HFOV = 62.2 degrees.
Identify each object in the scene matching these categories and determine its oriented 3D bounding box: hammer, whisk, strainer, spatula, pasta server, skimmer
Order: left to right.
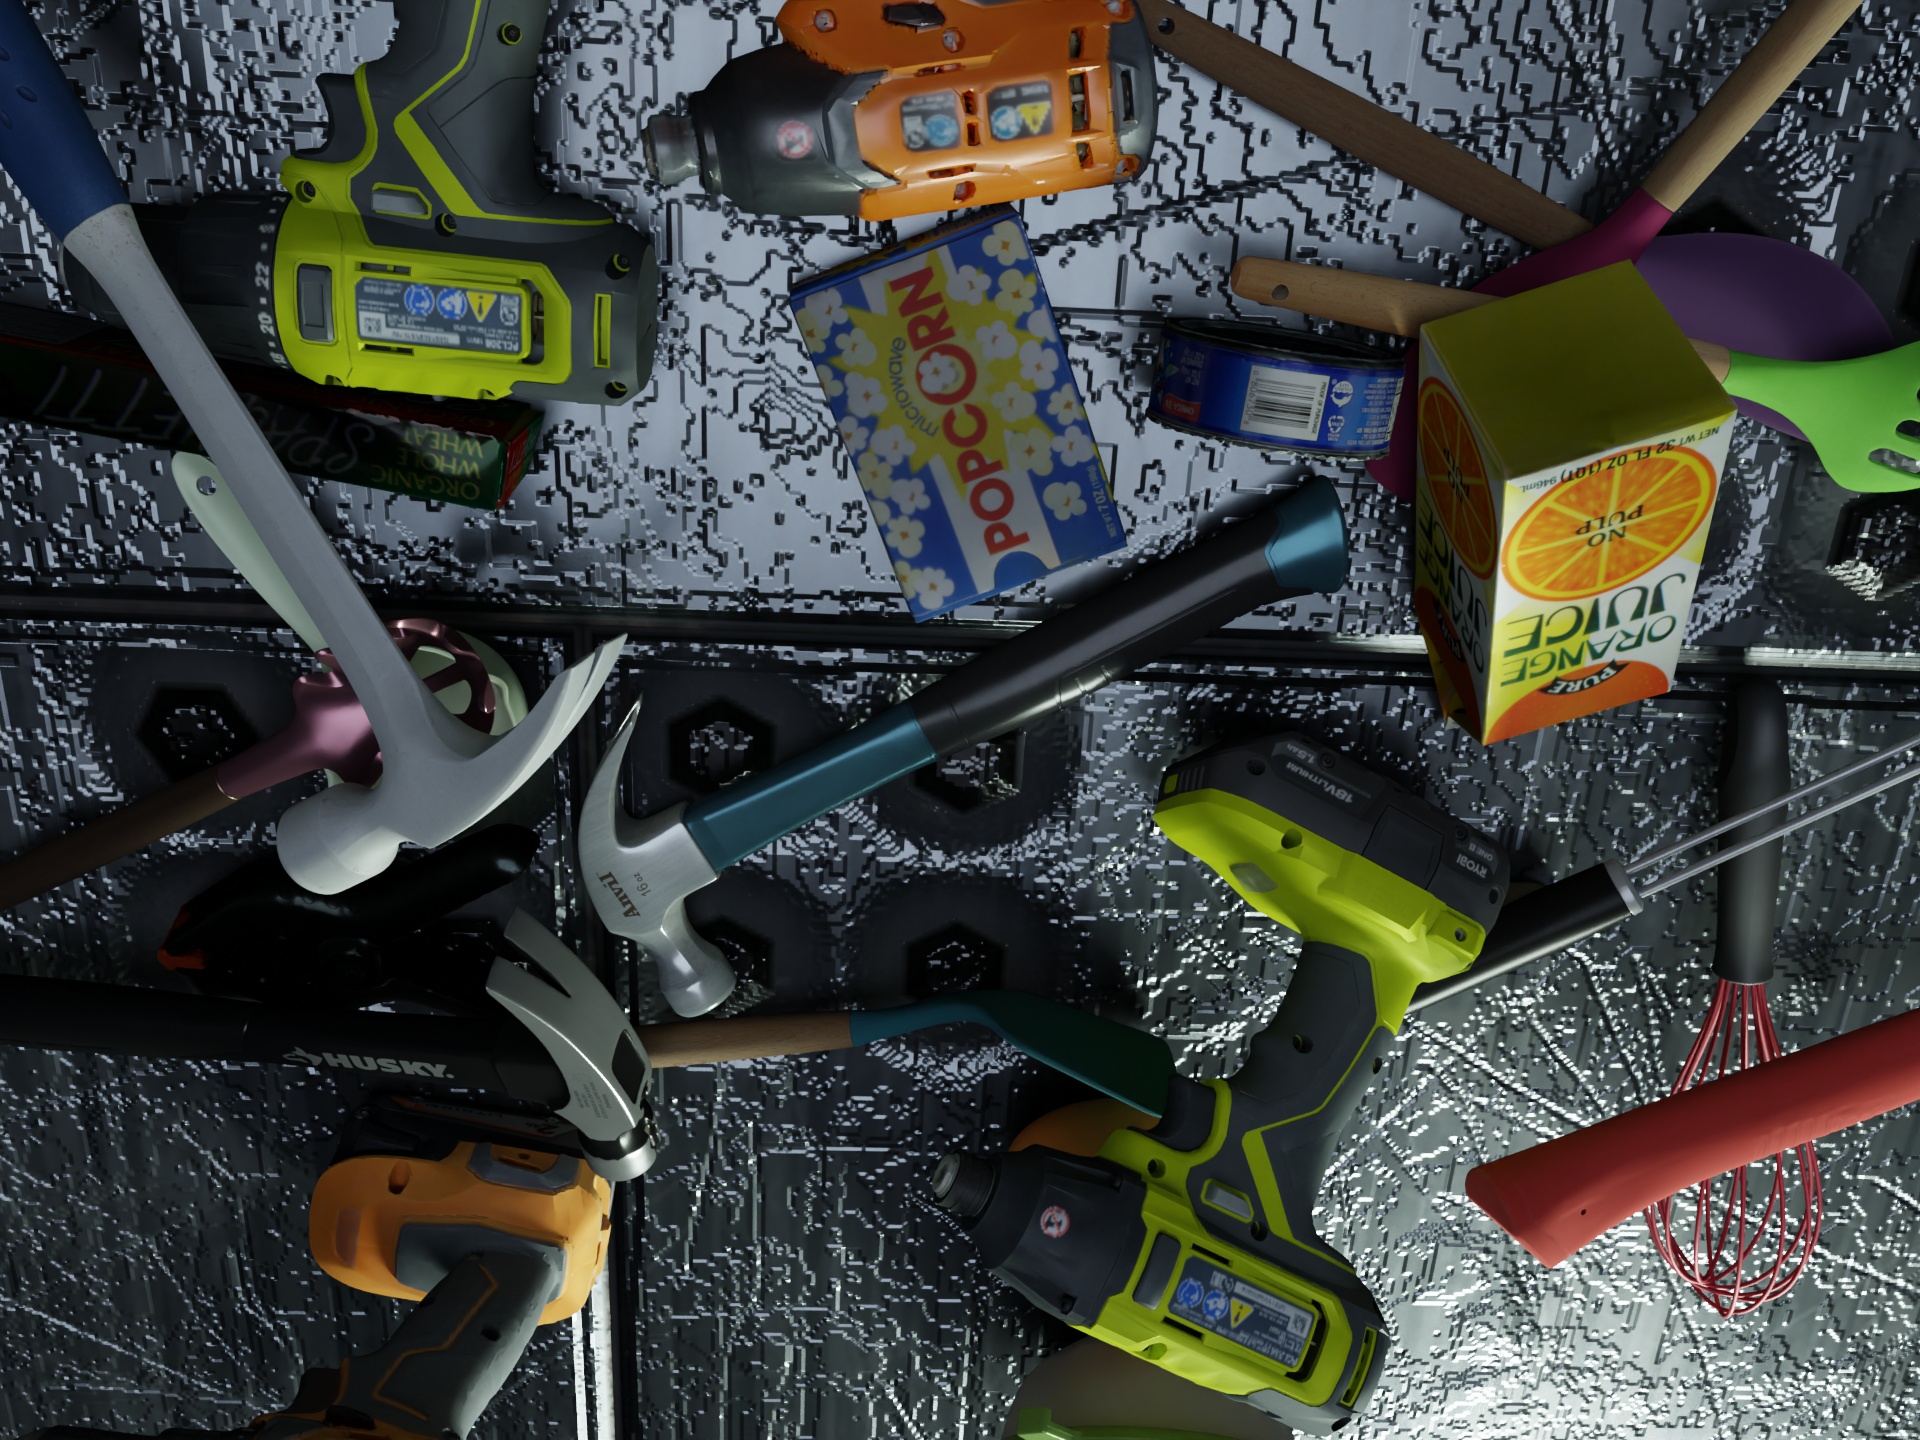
[{"bbox_3d":[-0.249,-0.142,0.479,0.144,0.035,0.405,-24,101,24],"label":"hammer"},{"bbox_3d":[-0.296,0.034,0.593,0.316,0.040,0.060,-22,102,19],"label":"pasta server"},{"bbox_3d":[-0.291,0.119,0.625,0.335,0.035,0.146,4,138,6],"label":"hammer"},{"bbox_3d":[-0.070,0.143,0.669,0.317,0.082,0.044,-6,101,6],"label":"spatula"},{"bbox_3d":[-0.001,-0.002,0.622,0.331,0.033,0.128,-26,112,8],"label":"hammer"},{"bbox_3d":[0.138,0.319,0.724,0.256,0.069,0.151,5,145,-2],"label":"strainer"},{"bbox_3d":[0.200,-0.182,0.564,0.315,0.018,0.059,22,114,-12],"label":"spatula"},{"bbox_3d":[0.331,0.124,0.674,0.073,0.073,0.295,-5,107,0],"label":"whisk"},{"bbox_3d":[0.299,0.034,0.584,0.363,0.090,0.127,-31,73,22],"label":"skimmer"},{"bbox_3d":[0.369,0.130,0.637,0.359,0.037,0.149,-16,104,-10],"label":"hammer"}]

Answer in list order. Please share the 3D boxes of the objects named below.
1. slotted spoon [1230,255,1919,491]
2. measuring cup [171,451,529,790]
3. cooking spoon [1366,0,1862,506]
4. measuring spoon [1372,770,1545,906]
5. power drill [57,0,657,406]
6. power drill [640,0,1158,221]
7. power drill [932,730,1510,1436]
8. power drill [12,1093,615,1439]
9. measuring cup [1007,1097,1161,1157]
[{"bbox_3d":[0.242,-0.126,0.558,0.313,0.031,0.070,8,131,-13],"label":"slotted spoon"},{"bbox_3d":[-0.229,-0.035,0.598,0.083,0.038,0.167,-32,108,11],"label":"measuring cup"},{"bbox_3d":[0.251,-0.196,0.531,0.068,0.017,0.318,27,120,-16],"label":"cooking spoon"},{"bbox_3d":[0.207,0.061,0.663,0.124,0.018,0.034,38,106,-16],"label":"measuring spoon"},{"bbox_3d":[-0.192,-0.218,0.504,0.190,0.080,0.228,5,114,-4],"label":"power drill"},{"bbox_3d":[-0.031,-0.268,0.479,0.164,0.084,0.226,-12,115,-8],"label":"power drill"},{"bbox_3d":[0.101,0.124,0.591,0.171,0.080,0.223,28,74,-10],"label":"power drill"},{"bbox_3d":[-0.232,0.239,0.605,0.185,0.226,0.084,10,111,-6],"label":"power drill"},{"bbox_3d":[0.075,0.228,0.716,0.095,0.052,0.173,-19,137,9],"label":"measuring cup"}]
